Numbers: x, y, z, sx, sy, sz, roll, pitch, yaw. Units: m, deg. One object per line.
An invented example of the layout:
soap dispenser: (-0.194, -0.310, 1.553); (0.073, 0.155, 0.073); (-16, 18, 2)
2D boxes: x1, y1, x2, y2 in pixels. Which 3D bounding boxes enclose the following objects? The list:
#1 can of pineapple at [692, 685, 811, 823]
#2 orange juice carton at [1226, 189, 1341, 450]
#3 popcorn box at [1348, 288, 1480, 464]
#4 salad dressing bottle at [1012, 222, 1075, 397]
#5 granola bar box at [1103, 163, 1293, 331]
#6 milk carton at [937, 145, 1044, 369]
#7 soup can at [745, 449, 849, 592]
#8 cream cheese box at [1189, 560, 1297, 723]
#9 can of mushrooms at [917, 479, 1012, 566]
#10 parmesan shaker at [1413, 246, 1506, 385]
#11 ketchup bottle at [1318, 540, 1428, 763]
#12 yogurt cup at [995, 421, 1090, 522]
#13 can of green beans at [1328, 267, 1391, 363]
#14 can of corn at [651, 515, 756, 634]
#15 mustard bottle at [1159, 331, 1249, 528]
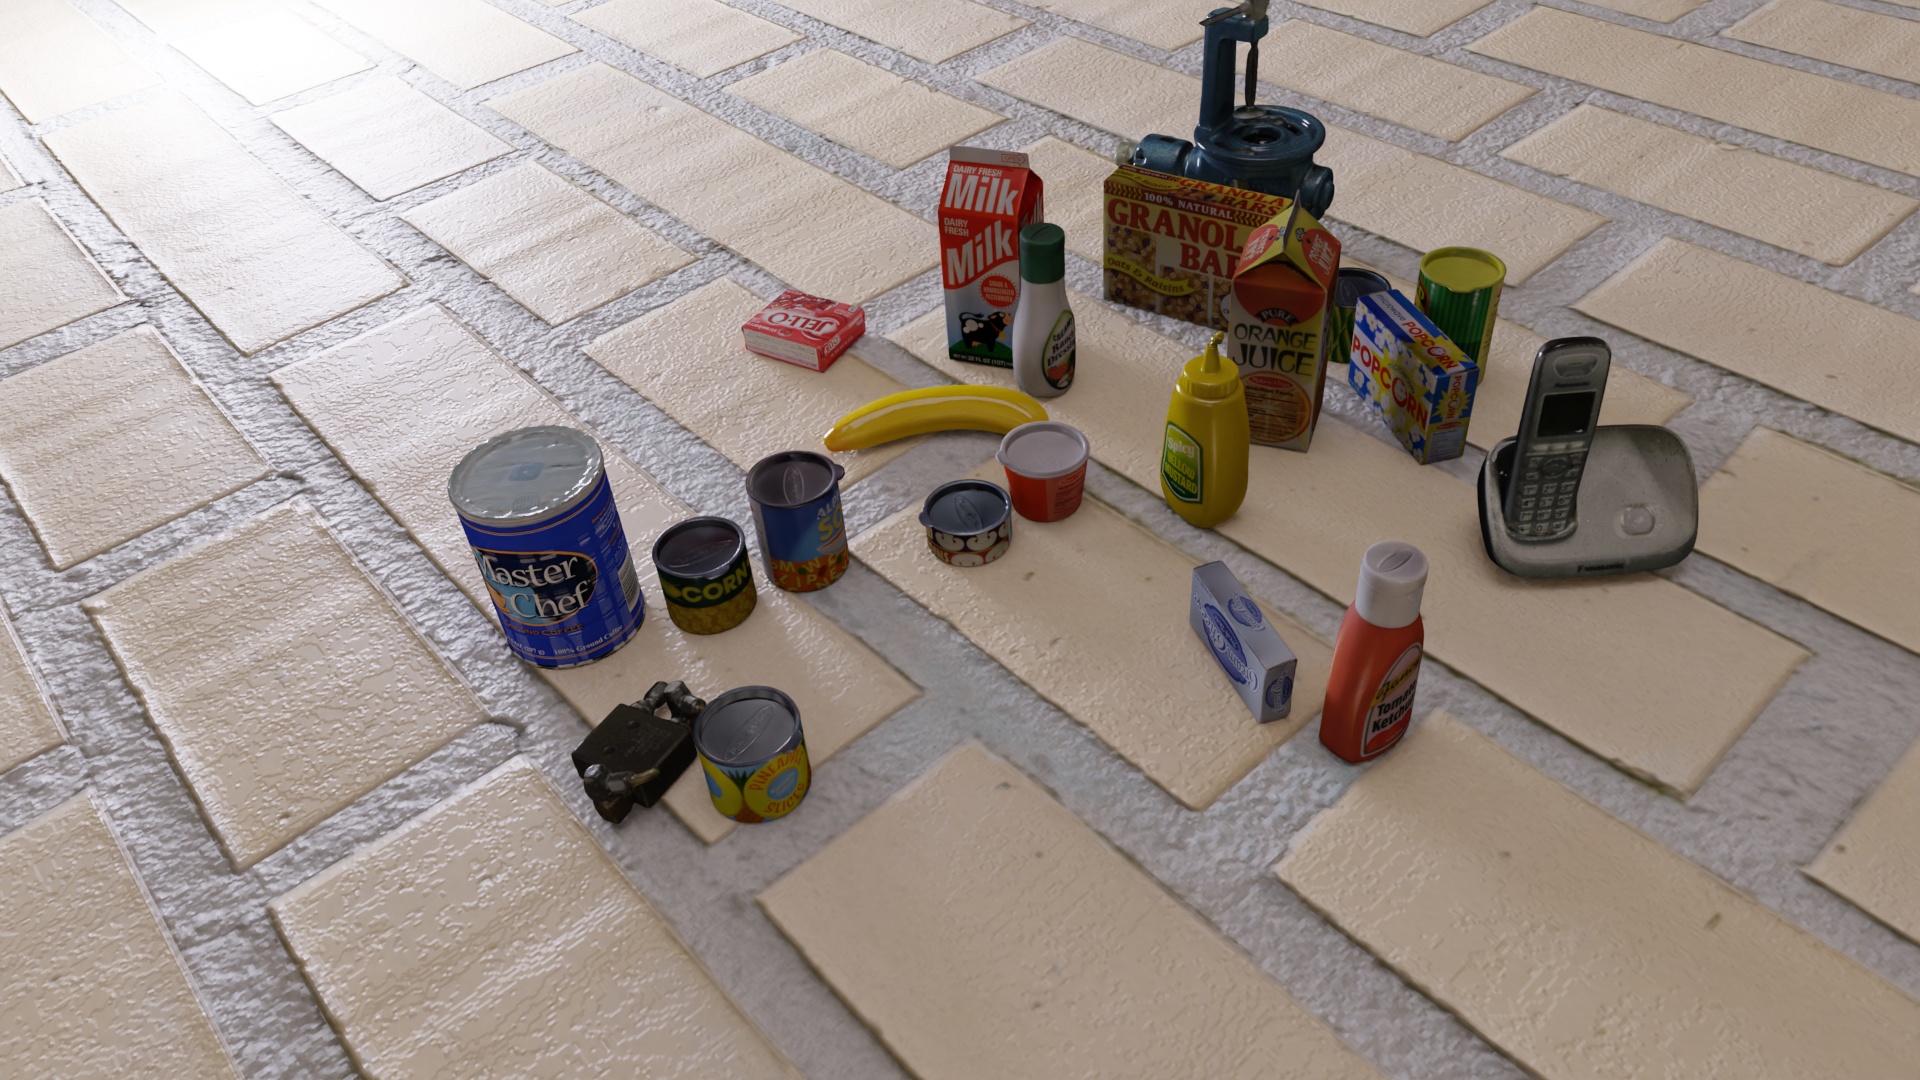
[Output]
can of pineapple: (-0.128, 0.135, 0.866); (0.071, 0.057, 0.071); (-3, 41, 3)
orange juice carton: (0.249, -0.169, 1.077); (0.073, 0.191, 0.072); (11, 43, 18)
popcorn box: (0.357, -0.132, 1.105); (0.038, 0.084, 0.127); (-13, 41, -9)
salad dressing bottle: (0.069, -0.190, 1.154); (0.044, 0.146, 0.064); (24, 48, 29)
granola bar box: (0.208, -0.257, 1.234); (0.166, 0.123, 0.039); (21, 47, 27)
milk carton: (0.028, -0.248, 1.192); (0.072, 0.189, 0.074); (10, 43, 17)
soup can: (-0.115, -0.014, 1.017); (0.071, 0.083, 0.072); (-3, 41, 3)
cream cheese box: (0.185, 0.066, 0.917); (0.024, 0.053, 0.104); (-16, 42, -12)
can of mushrooms: (0.004, -0.013, 1.042); (0.071, 0.033, 0.071); (-3, 41, 3)
parmesan shaker: (0.404, -0.179, 1.140); (0.071, 0.102, 0.072); (-3, 41, 3)
ketchup bottle: (0.252, 0.066, 0.837); (0.065, 0.148, 0.043); (-30, 46, -26)
yogurt cup: (0.065, -0.051, 1.064); (0.072, 0.053, 0.073); (-3, 41, 3)
can of green beans: (0.335, -0.194, 1.200); (0.071, 0.057, 0.071); (-3, 41, 3)
can of corn: (-0.182, 0.027, 0.996); (0.071, 0.058, 0.071); (-3, 41, 3)
mustard bottle: (0.179, -0.084, 1.011); (0.049, 0.159, 0.065); (-26, 45, -23)
